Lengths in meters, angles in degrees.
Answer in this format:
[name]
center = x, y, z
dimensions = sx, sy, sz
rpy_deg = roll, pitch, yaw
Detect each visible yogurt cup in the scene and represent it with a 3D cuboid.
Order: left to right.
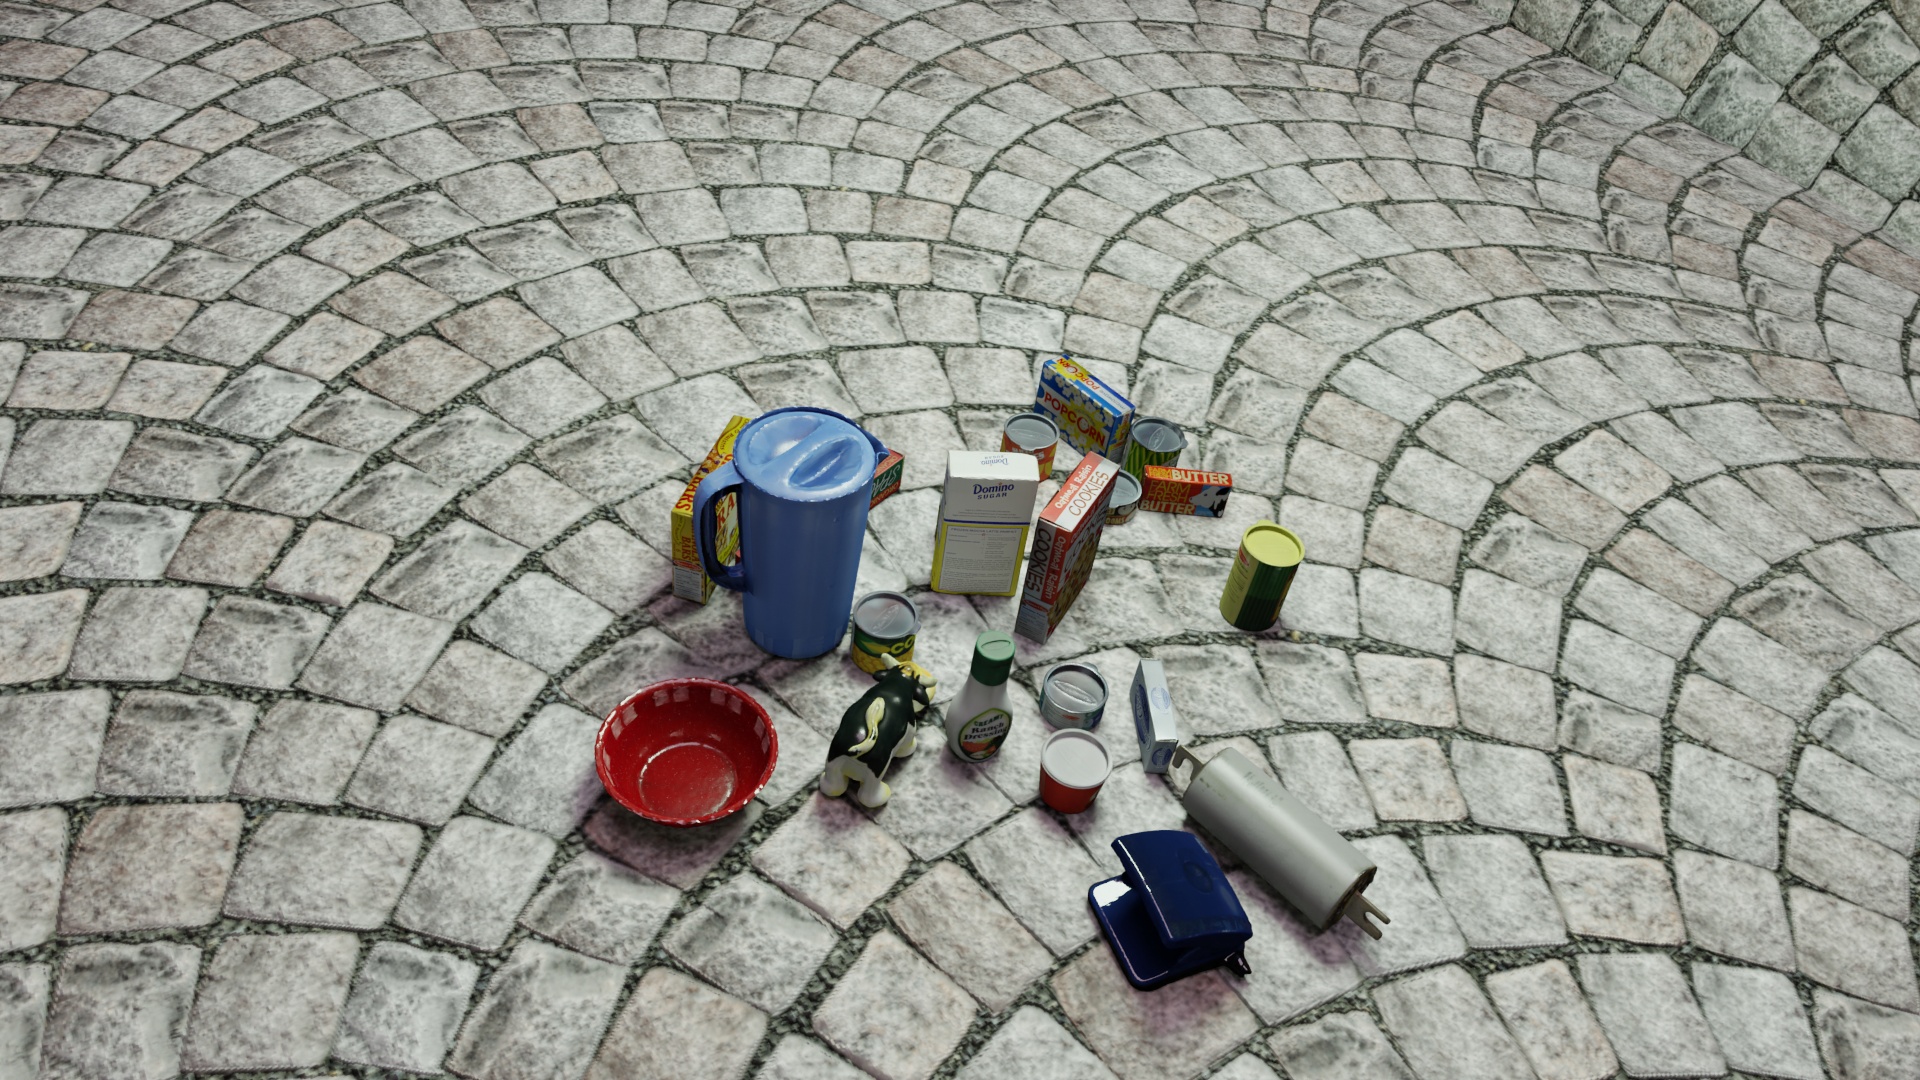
[yogurt cup]
center = 0.104, 0.218, 1.300
dimensions = 0.072, 0.053, 0.073
rpy_deg = 5, 43, -5

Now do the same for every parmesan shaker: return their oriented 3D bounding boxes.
[parmesan shaker]
center = 0.323, 0.039, 1.494
dimensions = 0.071, 0.102, 0.072
rpy_deg = 5, 43, -5

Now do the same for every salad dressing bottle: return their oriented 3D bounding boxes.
[salad dressing bottle]
center = 0.022, 0.146, 1.294
dimensions = 0.064, 0.146, 0.044
rpy_deg = -9, 46, -19

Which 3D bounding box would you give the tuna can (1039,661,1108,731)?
[tuna can]
center = 0.114, 0.155, 1.384
dimensions = 0.071, 0.032, 0.071
rpy_deg = 5, 43, -5

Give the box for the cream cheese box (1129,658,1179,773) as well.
[cream cheese box]
center = 0.190, 0.172, 1.365
dimensions = 0.024, 0.053, 0.104
rpy_deg = 3, 43, -7

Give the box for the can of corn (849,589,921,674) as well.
[can of corn]
center = -0.075, 0.094, 1.396
dimensions = 0.071, 0.058, 0.071
rpy_deg = 5, 43, -5

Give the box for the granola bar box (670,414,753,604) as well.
[granola bar box]
center = -0.251, -0.034, 1.451
dimensions = 0.039, 0.123, 0.166
rpy_deg = 15, 43, 6

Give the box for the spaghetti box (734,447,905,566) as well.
[spaghetti box]
center = -0.150, -0.024, 1.513
dimensions = 0.029, 0.049, 0.251
rpy_deg = 32, 47, 22

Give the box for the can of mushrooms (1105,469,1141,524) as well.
[can of mushrooms]
center = 0.174, -0.050, 1.612
dimensions = 0.071, 0.033, 0.071
rpy_deg = 5, 43, -5

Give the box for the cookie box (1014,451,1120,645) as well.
[cookie box]
center = 0.109, 0.008, 1.441
dimensions = 0.040, 0.166, 0.123
rpy_deg = 24, 45, 15

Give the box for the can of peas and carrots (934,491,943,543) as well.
[can of peas and carrots]
center = 0.005, -0.019, 1.530
dimensions = 0.071, 0.058, 0.071
rpy_deg = 5, 43, -5

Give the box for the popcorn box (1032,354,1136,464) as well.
[popcorn box]
center = 0.149, -0.156, 1.682
dimensions = 0.038, 0.084, 0.127
rpy_deg = -27, 54, -33

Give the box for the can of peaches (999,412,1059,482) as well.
[can of peaches]
center = 0.079, -0.107, 1.637
dimensions = 0.071, 0.057, 0.071
rpy_deg = 5, 43, -5

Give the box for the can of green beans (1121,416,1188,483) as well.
[can of green beans]
center = 0.230, -0.106, 1.663
dimensions = 0.071, 0.057, 0.071
rpy_deg = 5, 43, -5

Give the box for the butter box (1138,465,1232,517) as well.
[butter box]
center = 0.261, -0.057, 1.621
dimensions = 0.103, 0.052, 0.024
rpy_deg = 6, 43, -4
